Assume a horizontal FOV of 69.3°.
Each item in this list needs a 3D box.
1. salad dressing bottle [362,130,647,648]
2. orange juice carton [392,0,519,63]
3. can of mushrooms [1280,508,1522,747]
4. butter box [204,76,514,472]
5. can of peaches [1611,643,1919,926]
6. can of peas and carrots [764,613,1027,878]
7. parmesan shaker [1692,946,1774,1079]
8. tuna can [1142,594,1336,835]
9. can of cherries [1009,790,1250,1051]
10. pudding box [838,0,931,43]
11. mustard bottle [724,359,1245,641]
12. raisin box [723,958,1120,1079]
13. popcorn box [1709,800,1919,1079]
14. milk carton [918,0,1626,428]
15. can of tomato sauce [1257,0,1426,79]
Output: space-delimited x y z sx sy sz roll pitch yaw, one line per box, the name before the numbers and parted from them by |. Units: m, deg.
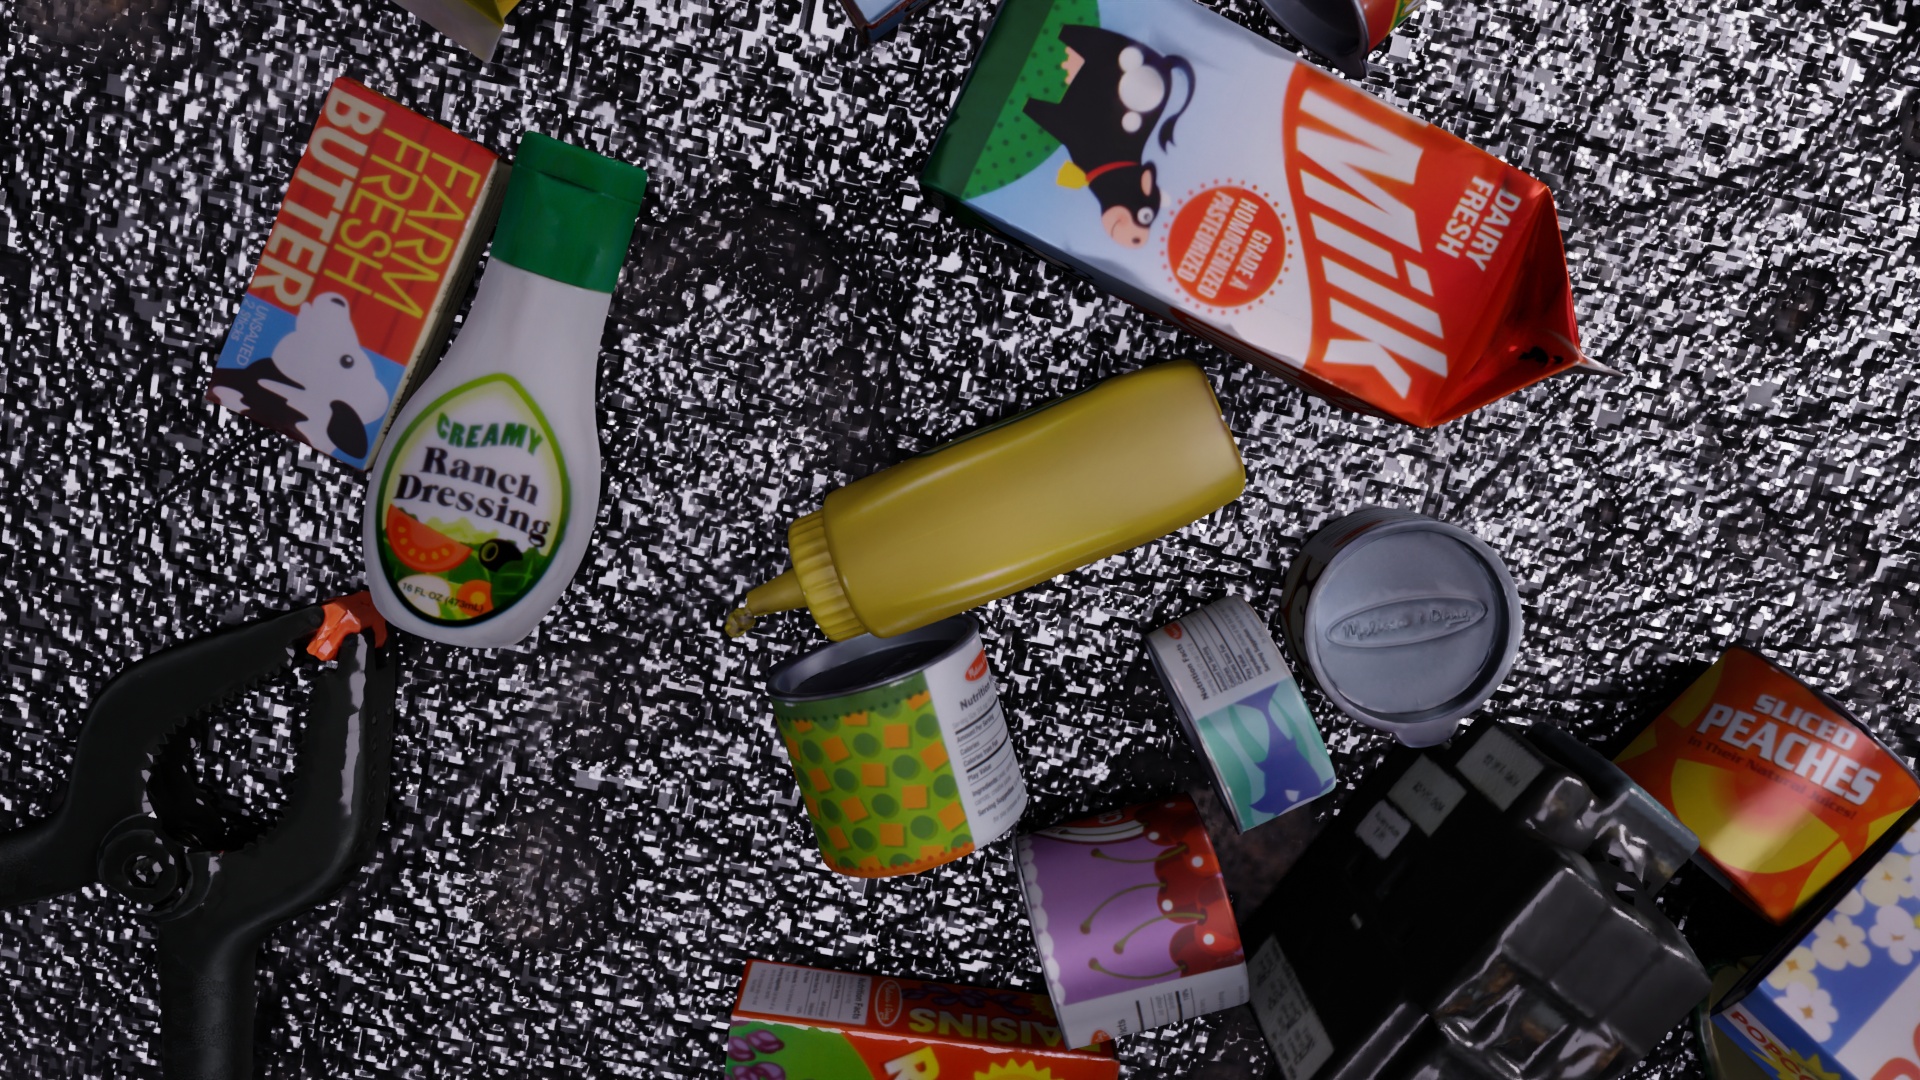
salad dressing bottle | -0.131 -0.044 0.409 0.064 0.044 0.147 18 98 -8
orange juice carton | -0.115 -0.220 0.348 0.072 0.073 0.191 33 121 -7
can of mushrooms | 0.136 0.026 0.432 0.071 0.033 0.071 0 99 -2
butter box | -0.177 -0.078 0.412 0.053 0.024 0.103 25 98 -6
can of peaches | 0.243 0.074 0.424 0.071 0.071 0.058 42 97 -7
can of peas and carrots | -0.021 0.061 0.419 0.071 0.071 0.058 -16 100 2
parmesan shaker | 0.300 0.158 0.444 0.103 0.071 0.071 -5 100 1
tuna can | 0.084 0.054 0.420 0.033 0.071 0.071 -26 99 3
can of cherries | 0.051 0.114 0.429 0.058 0.071 0.071 -15 100 1
pudding box | -0.006 -0.187 0.395 0.083 0.030 0.049 -34 98 4
mustard bottle | 0.001 -0.005 0.409 0.160 0.065 0.049 -21 87 5
raisin box | -0.016 0.191 0.453 0.123 0.040 0.086 7 99 -1
popcorn box | 0.295 0.127 0.400 0.127 0.038 0.085 -34 61 -18
milk carton | 0.089 -0.089 0.392 0.190 0.072 0.073 25 98 -5
can of tomato sauce | 0.121 -0.183 0.380 0.083 0.071 0.071 -41 98 5
